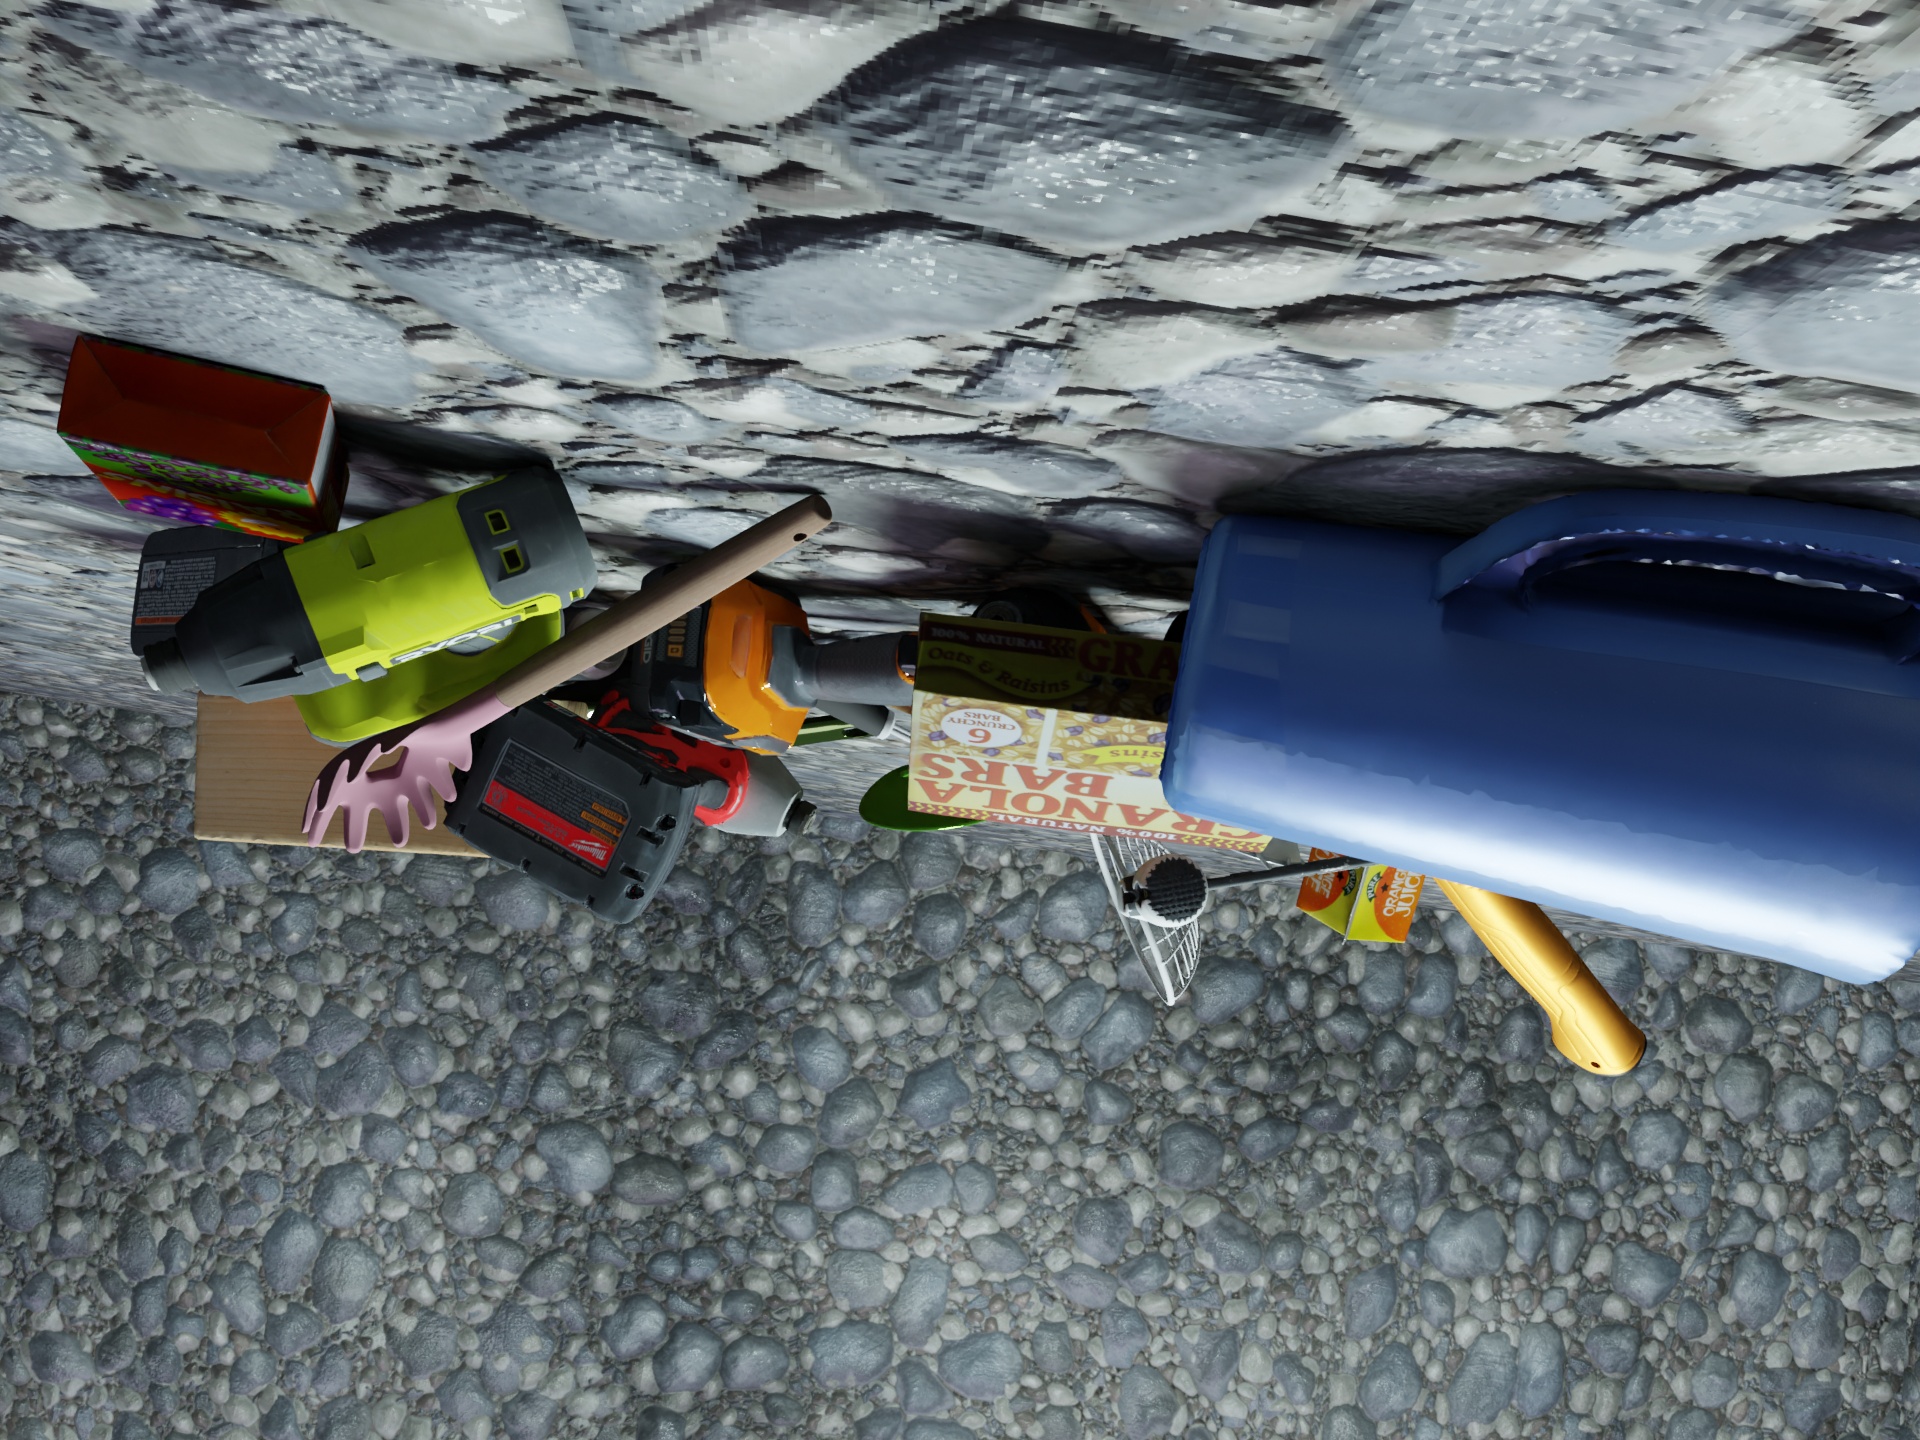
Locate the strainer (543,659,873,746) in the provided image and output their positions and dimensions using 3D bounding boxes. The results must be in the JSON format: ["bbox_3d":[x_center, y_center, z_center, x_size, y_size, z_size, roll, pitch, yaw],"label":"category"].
[{"bbox_3d":[-0.167,-0.006,1.034,0.256,0.069,0.151,-7,149,16],"label":"strainer"}]

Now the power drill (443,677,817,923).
[{"bbox_3d":[-0.165,0.035,0.854,0.143,0.078,0.219,28,-171,8],"label":"power drill"}]

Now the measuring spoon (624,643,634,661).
[{"bbox_3d":[-0.201,-0.042,1.114,0.034,0.018,0.124,-10,171,31],"label":"measuring spoon"}]

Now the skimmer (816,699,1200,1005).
[{"bbox_3d":[-0.006,0.055,0.963,0.363,0.090,0.127,28,-172,-12],"label":"skimmer"}]

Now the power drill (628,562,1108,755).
[{"bbox_3d":[-0.039,-0.030,0.763,0.226,0.084,0.164,2,171,17],"label":"power drill"}]

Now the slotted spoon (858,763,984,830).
[{"bbox_3d":[0.096,0.049,0.878,0.313,0.031,0.070,5,-163,-22],"label":"slotted spoon"}]

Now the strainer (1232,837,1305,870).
[{"bbox_3d":[0.201,0.085,1.235,0.087,0.050,0.258,16,177,-13],"label":"strainer"}]

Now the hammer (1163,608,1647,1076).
[{"bbox_3d":[0.233,0.062,0.728,0.336,0.034,0.127,46,154,-26],"label":"hammer"}]

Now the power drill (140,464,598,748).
[{"bbox_3d":[-0.253,-0.043,0.708,0.171,0.080,0.223,-22,-179,-14],"label":"power drill"}]

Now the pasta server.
[{"bbox_3d":[-0.177,-0.016,0.689,0.316,0.040,0.060,-26,155,28],"label":"pasta server"}]

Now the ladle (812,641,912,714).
[{"bbox_3d":[-0.001,-0.003,0.860,0.315,0.031,0.069,22,-174,18],"label":"ladle"}]

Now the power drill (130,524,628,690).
[{"bbox_3d":[-0.318,-0.054,0.898,0.185,0.084,0.226,2,175,42],"label":"power drill"}]

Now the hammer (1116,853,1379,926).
[{"bbox_3d":[0.283,0.069,0.872,0.409,0.036,0.149,-8,173,-6],"label":"hammer"}]
